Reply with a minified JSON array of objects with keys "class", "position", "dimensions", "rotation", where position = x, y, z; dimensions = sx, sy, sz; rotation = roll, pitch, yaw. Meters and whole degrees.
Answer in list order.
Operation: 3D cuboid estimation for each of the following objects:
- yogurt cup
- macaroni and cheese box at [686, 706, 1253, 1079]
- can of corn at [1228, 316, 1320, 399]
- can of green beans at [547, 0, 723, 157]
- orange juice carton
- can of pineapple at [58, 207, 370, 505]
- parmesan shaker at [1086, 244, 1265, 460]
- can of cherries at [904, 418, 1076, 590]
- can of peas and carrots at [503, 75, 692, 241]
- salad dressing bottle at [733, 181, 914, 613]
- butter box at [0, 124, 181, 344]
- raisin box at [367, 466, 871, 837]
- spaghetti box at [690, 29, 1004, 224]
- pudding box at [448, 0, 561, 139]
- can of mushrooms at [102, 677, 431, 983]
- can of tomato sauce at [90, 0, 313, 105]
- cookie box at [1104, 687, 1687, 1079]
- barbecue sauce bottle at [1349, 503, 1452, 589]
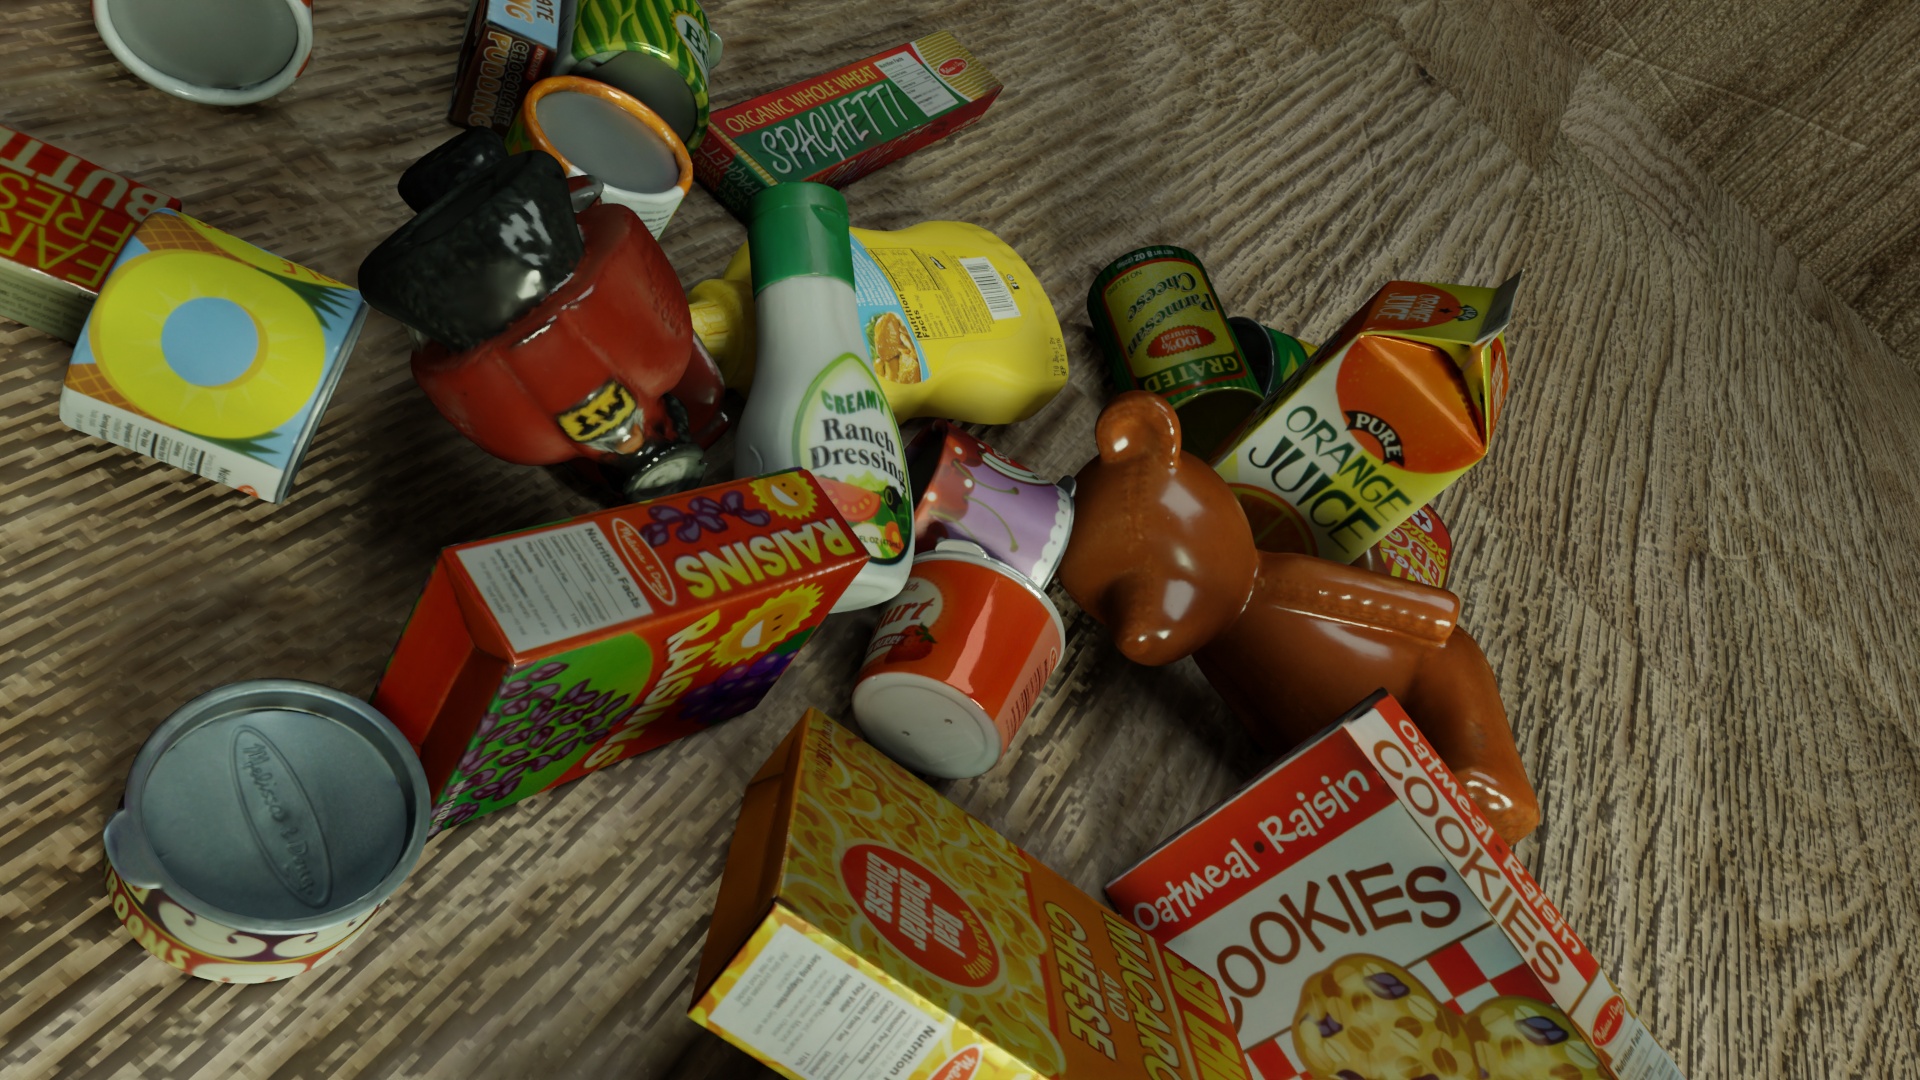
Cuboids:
[{"class":"yogurt cup","position":[-0.003,0.045,0.480],"dimensions":[0.072,0.072,0.054],"rotation":[36,46,-10]},{"class":"macaroni and cheese box","position":[0.010,0.129,0.393],"dimensions":[0.166,0.040,0.124],"rotation":[36,11,-10]},{"class":"can of corn","position":[0.160,-0.077,0.737],"dimensions":[0.058,0.071,0.071],"rotation":[13,47,-34]},{"class":"can of green beans","position":[-0.138,-0.196,0.582],"dimensions":[0.071,0.071,0.058],"rotation":[18,45,-29]},{"class":"orange juice carton","position":[0.170,-0.043,0.610],"dimensions":[0.073,0.191,0.072],"rotation":[43,39,1]},{"class":"can of pineapple","position":[-0.205,-0.052,0.387],"dimensions":[0.058,0.070,0.071],"rotation":[24,42,-23]},{"class":"parmesan shaker","position":[0.105,-0.091,0.703],"dimensions":[0.071,0.071,0.103],"rotation":[12,47,-34]},{"class":"can of cherries","position":[0.002,-0.007,0.526],"dimensions":[0.058,0.071,0.072],"rotation":[29,40,-17]},{"class":"can of peas and carrots","position":[-0.144,-0.133,0.525],"dimensions":[0.071,0.058,0.071],"rotation":[25,41,-24]},{"class":"salad dressing bottle","position":[-0.050,-0.051,0.479],"dimensions":[0.064,0.044,0.148],"rotation":[9,66,-46]},{"class":"butter box","position":[-0.285,-0.096,0.392],"dimensions":[0.103,0.024,0.053],"rotation":[22,43,-25]},{"class":"raisin box","position":[-0.096,0.028,0.394],"dimensions":[0.124,0.085,0.040],"rotation":[-17,62,-48]},{"class":"spaghetti box","position":[-0.051,-0.216,0.708],"dimensions":[0.050,0.028,0.251],"rotation":[43,38,0]},{"class":"pudding box","position":[-0.184,-0.208,0.567],"dimensions":[0.030,0.049,0.084],"rotation":[16,45,-28]},{"class":"can of mushrooms","position":[-0.168,0.070,0.333],"dimensions":[0.071,0.033,0.071],"rotation":[24,42,-24]},{"class":"can of tomato sauce","position":[-0.260,-0.204,0.479],"dimensions":[0.071,0.071,0.083],"rotation":[9,50,-36]},{"class":"cookie box","position":[0.141,0.152,0.458],"dimensions":[0.040,0.122,0.168],"rotation":[-17,67,-49]},{"class":"barbecue sauce bottle","position":[0.213,0.028,0.702],"dimensions":[0.065,0.043,0.149],"rotation":[41,38,-5]}]
